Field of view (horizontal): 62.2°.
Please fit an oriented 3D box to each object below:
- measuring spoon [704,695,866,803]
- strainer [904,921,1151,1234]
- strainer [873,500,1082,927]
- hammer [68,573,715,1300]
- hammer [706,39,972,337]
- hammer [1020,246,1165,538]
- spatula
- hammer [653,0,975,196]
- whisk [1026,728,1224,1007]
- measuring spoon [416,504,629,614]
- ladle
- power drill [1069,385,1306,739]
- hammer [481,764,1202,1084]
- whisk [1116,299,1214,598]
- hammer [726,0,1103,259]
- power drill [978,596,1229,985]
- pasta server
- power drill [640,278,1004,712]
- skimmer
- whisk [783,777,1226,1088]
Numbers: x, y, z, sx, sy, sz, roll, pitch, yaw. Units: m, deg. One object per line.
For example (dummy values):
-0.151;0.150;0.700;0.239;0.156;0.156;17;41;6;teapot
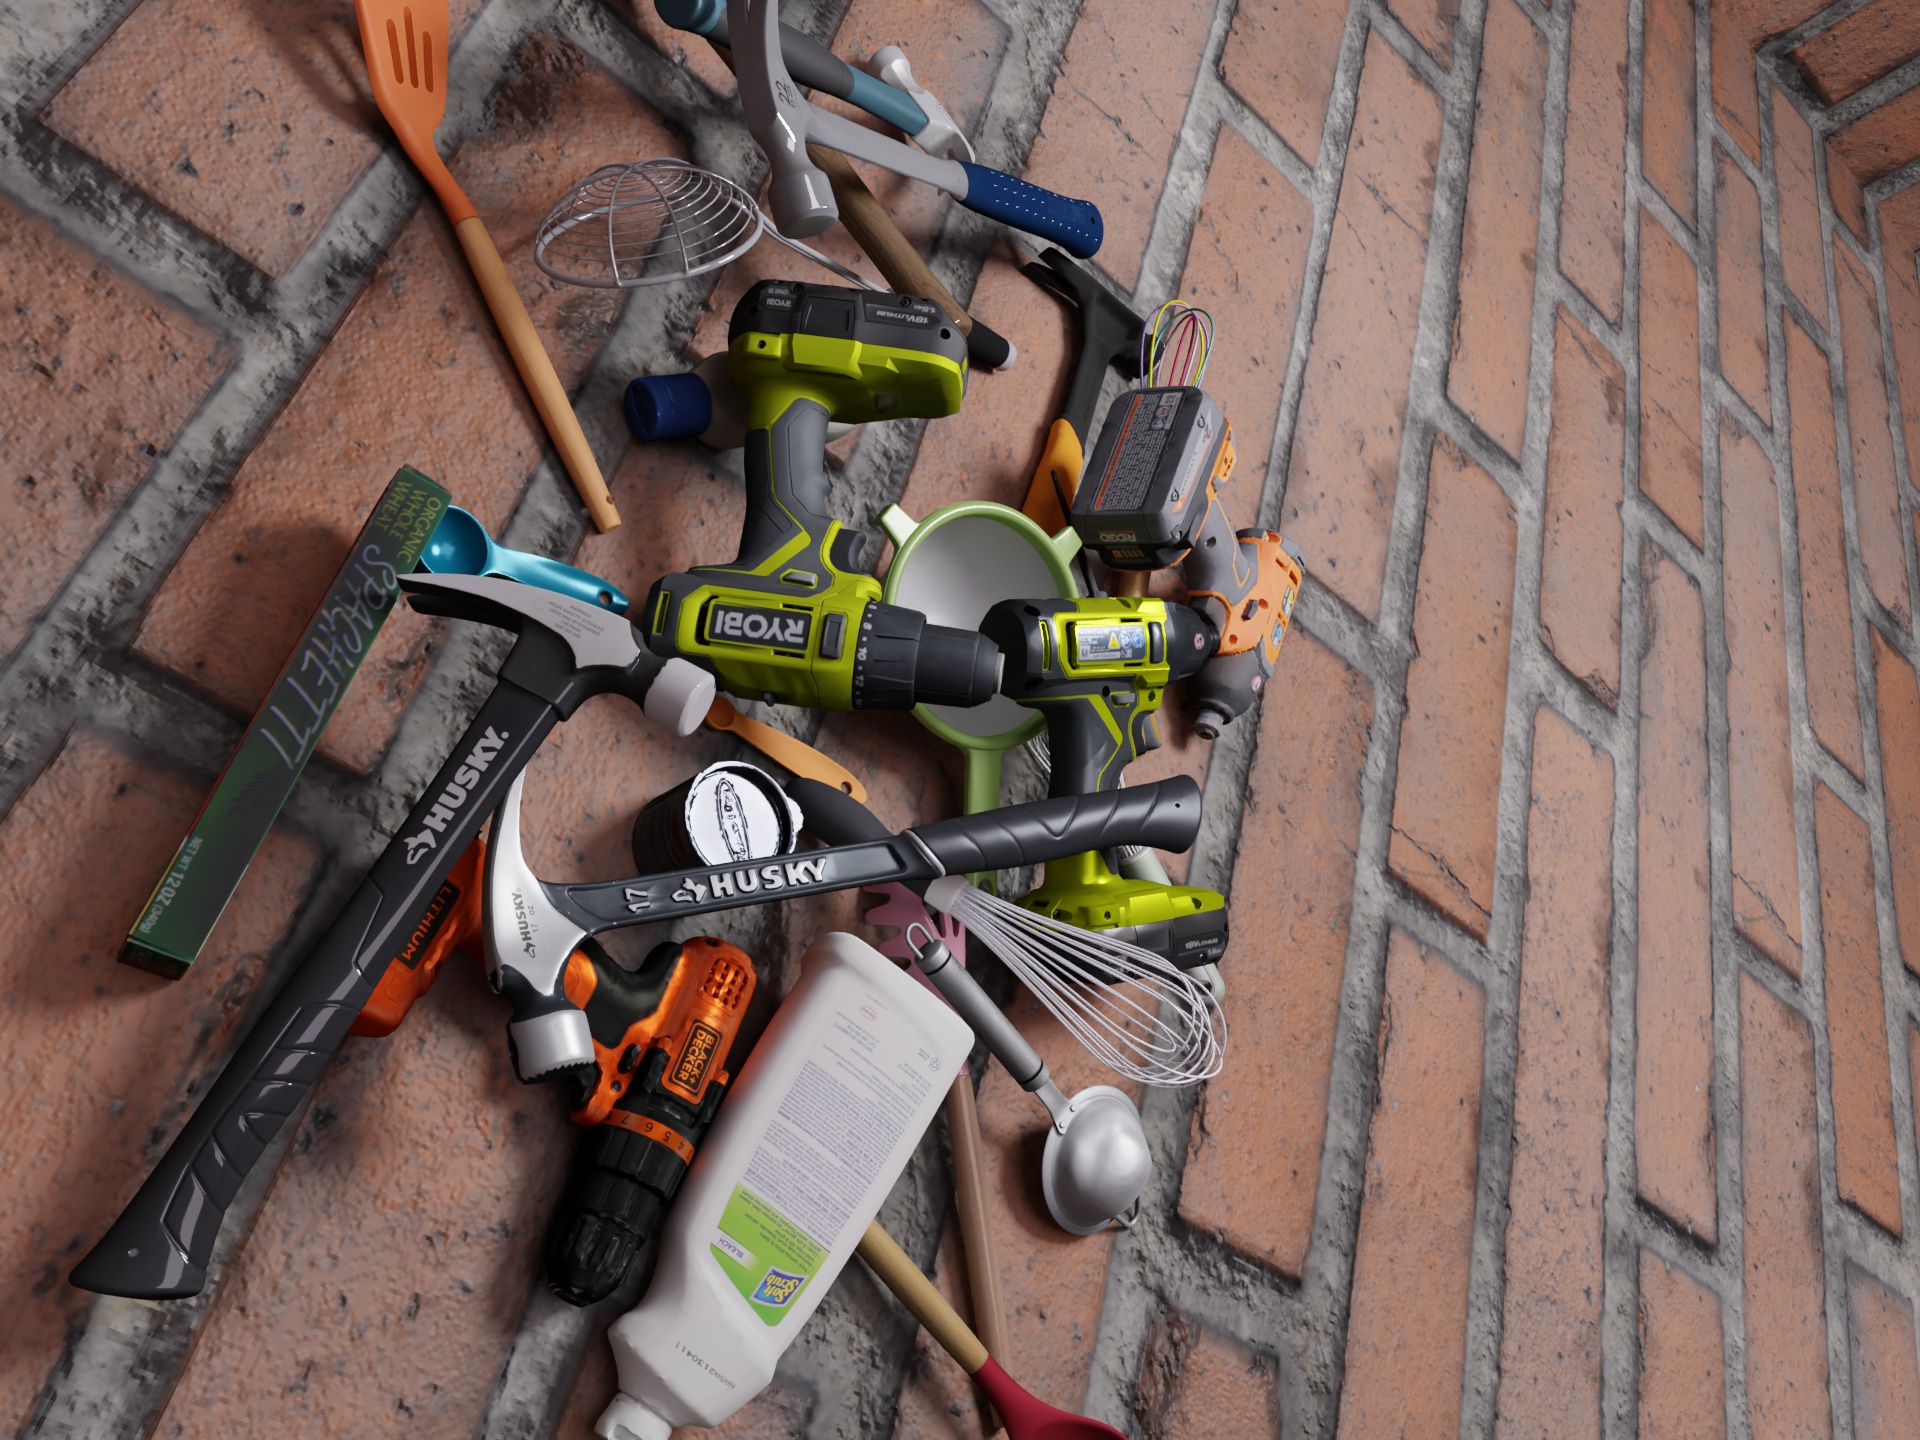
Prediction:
-0.100;0.020;0.909;0.116;0.011;0.021;33;53;-30;measuring spoon
0.046;0.207;0.899;0.258;0.050;0.087;52;58;-21;strainer
-0.002;-0.003;0.974;0.151;0.069;0.256;2;88;-36;strainer
-0.250;0.083;0.663;0.146;0.035;0.335;27;68;7;hammer
-0.102;-0.365;0.983;0.331;0.031;0.130;54;24;6;hammer
0.066;-0.184;1.116;0.127;0.034;0.337;34;53;-26;hammer
-0.254;-0.255;0.872;0.322;0.041;0.081;65;22;-1;spatula
-0.084;-0.405;0.993;0.128;0.033;0.331;54;24;10;hammer
0.109;0.081;1.034;0.246;0.058;0.059;61;17;-7;whisk
-0.232;-0.076;0.836;0.128;0.021;0.042;19;64;-44;measuring spoon
-0.008;0.319;0.832;0.069;0.031;0.315;-41;94;-18;ladle
0.161;-0.101;1.089;0.226;0.084;0.164;47;57;-46;power drill
-0.039;0.066;0.803;0.408;0.036;0.149;-7;71;-33;hammer
0.147;-0.193;1.155;0.047;0.051;0.245;38;60;-63;whisk
-0.009;-0.345;0.991;0.405;0.035;0.144;-13;86;-61;hammer
0.097;0.037;0.959;0.171;0.080;0.223;-4;91;-37;power drill
-0.003;0.228;0.892;0.060;0.040;0.316;1;75;-40;pasta server
-0.061;-0.115;0.873;0.190;0.080;0.229;7;76;3;power drill
-0.093;-0.256;0.992;0.363;0.127;0.090;13;105;-51;skimmer
0.020;0.110;0.869;0.285;0.070;0.070;32;47;13;whisk
